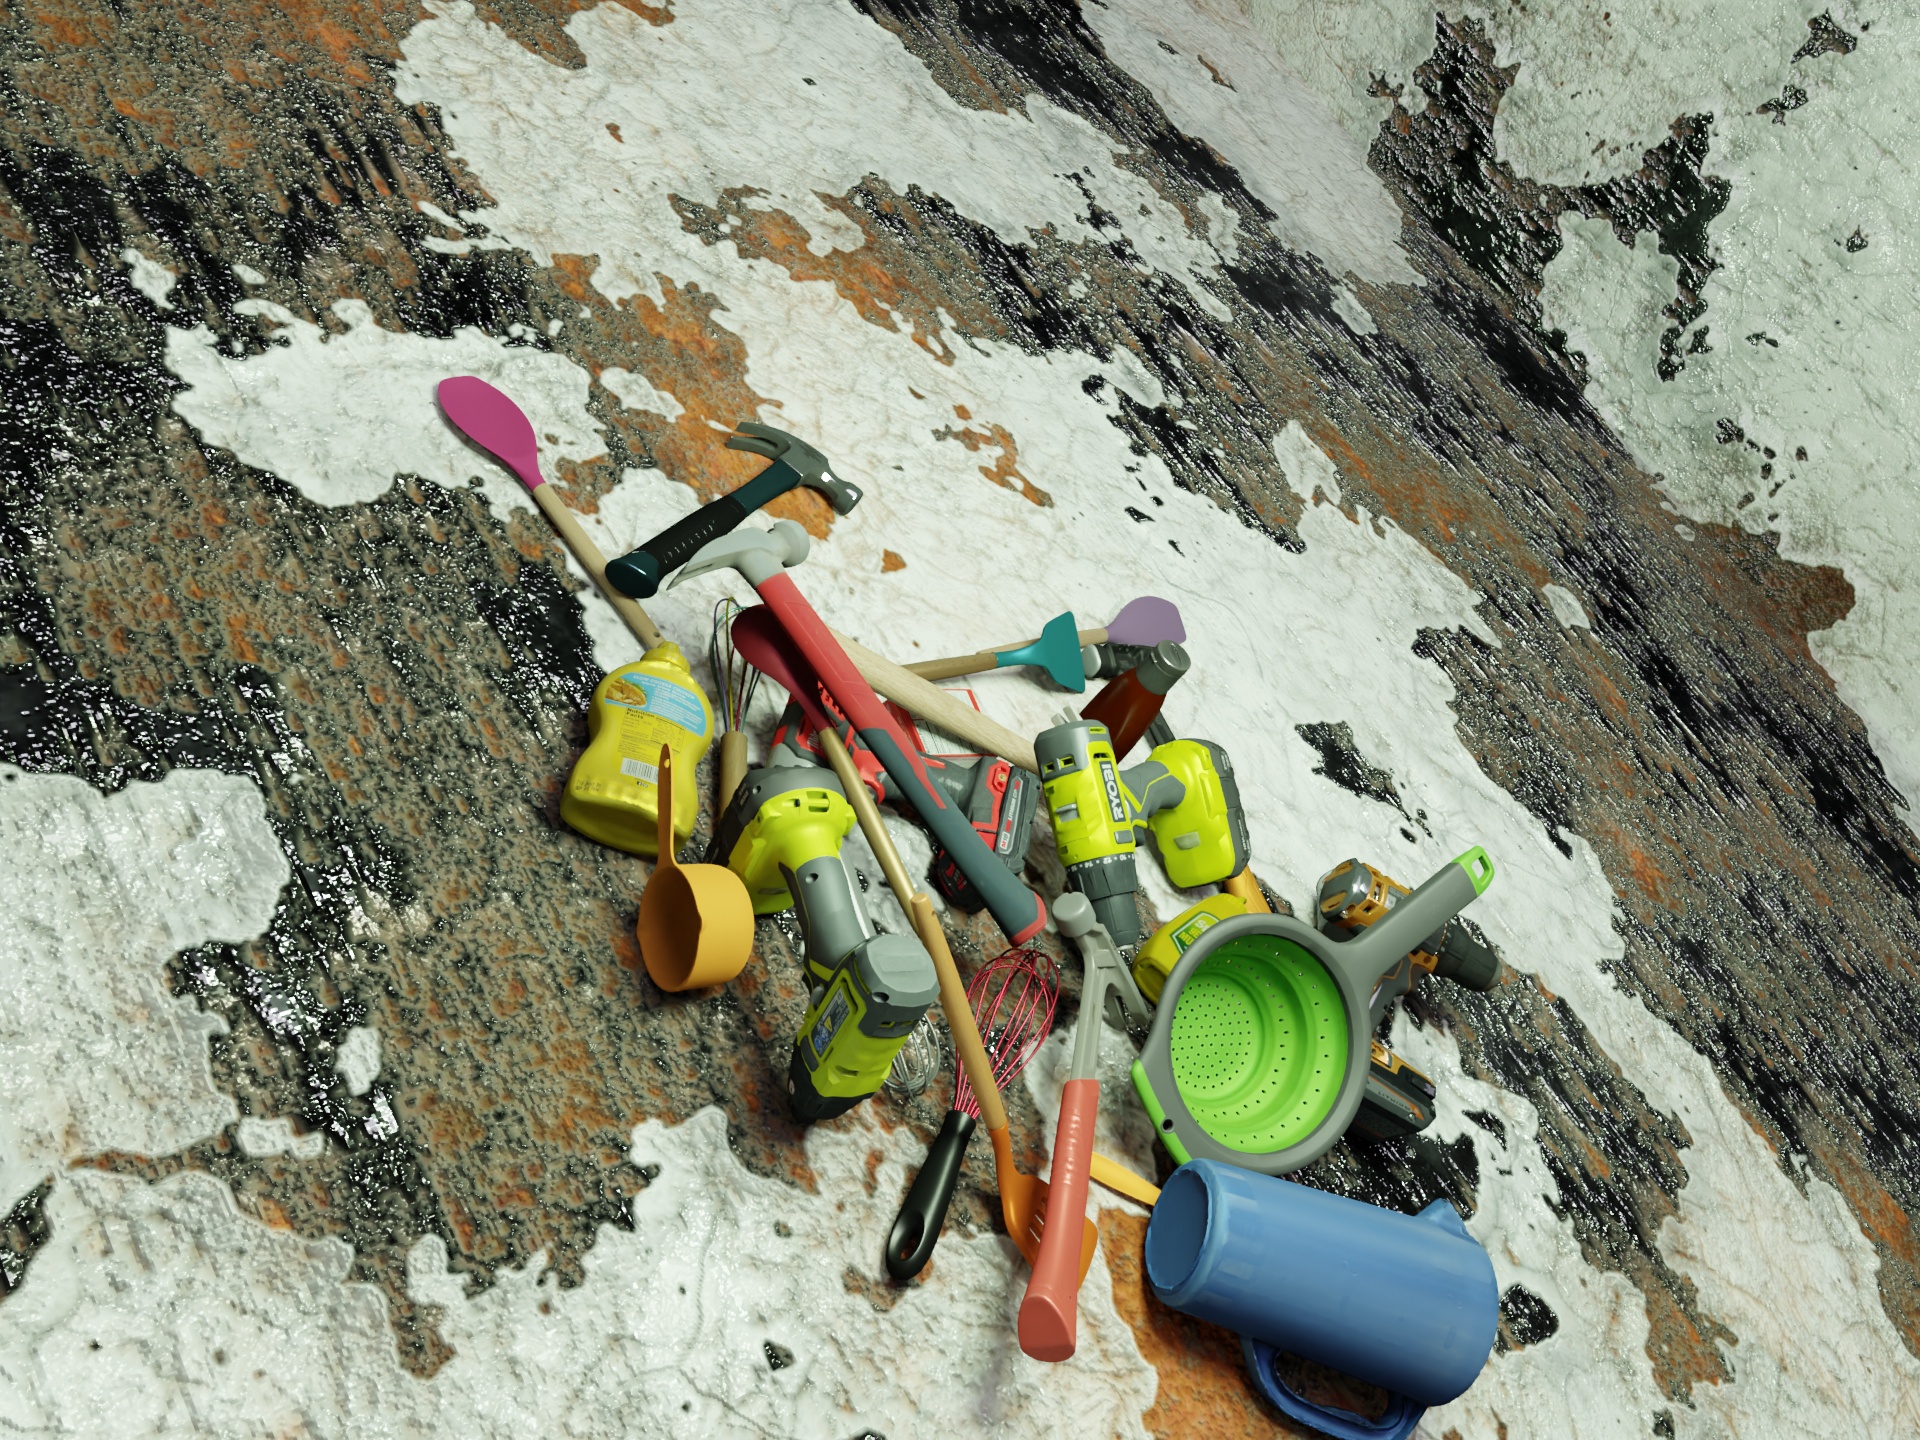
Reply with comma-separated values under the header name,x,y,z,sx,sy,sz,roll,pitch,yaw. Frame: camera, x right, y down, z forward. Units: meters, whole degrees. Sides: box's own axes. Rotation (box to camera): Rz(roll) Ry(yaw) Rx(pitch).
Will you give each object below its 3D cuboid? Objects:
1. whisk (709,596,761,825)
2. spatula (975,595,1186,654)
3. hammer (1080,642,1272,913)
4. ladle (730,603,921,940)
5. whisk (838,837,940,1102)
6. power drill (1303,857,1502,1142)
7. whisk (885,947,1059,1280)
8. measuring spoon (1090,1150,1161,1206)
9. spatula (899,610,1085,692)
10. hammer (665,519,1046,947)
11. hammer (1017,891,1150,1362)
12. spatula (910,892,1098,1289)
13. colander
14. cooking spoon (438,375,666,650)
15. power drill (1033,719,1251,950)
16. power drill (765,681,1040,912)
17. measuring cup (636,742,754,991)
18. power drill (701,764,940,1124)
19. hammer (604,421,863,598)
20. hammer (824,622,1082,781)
name,x,y,z,sx,sy,sz,roll,pitch,yaw
whisk,-0.180,-0.001,1.287,0.051,0.047,0.245,8,52,-17
spatula,0.128,-0.086,1.619,0.316,0.018,0.060,-13,83,-44
hammer,0.228,0.064,1.547,0.127,0.034,0.337,1,53,-36
ladle,-0.095,0.031,1.233,0.069,0.031,0.316,-17,67,-29
whisk,-0.072,0.168,1.182,0.055,0.055,0.239,-6,65,-41
power drill,0.391,0.257,1.416,0.185,0.084,0.226,30,57,-12
whisk,0.007,0.275,1.159,0.073,0.073,0.296,34,46,-7
measuring spoon,0.129,0.357,1.218,0.117,0.011,0.021,29,46,-7
spatula,0.003,-0.049,1.475,0.317,0.044,0.082,-10,90,-34
hammer,-0.069,0.016,1.219,0.386,0.038,0.143,54,37,5
hammer,0.087,0.295,1.144,0.359,0.037,0.149,-75,145,-52
spatula,0.027,0.259,1.102,0.081,0.041,0.322,-48,126,-54
colander,0.286,0.219,1.319,0.397,0.094,0.204,-32,97,-24
cooking spoon,-0.340,-0.176,1.339,0.069,0.017,0.319,-24,70,-47
power drill,0.161,0.098,1.384,0.228,0.080,0.191,0,73,-51
power drill,-0.054,0.063,1.293,0.219,0.078,0.143,25,49,-12
measuring cup,-0.185,0.102,1.119,0.052,0.095,0.174,5,76,-38
power drill,-0.105,0.156,1.111,0.080,0.171,0.223,4,43,-34
hammer,-0.209,-0.185,1.425,0.128,0.033,0.331,40,36,1
hammer,-0.002,-0.004,1.378,0.331,0.031,0.130,29,50,-23
